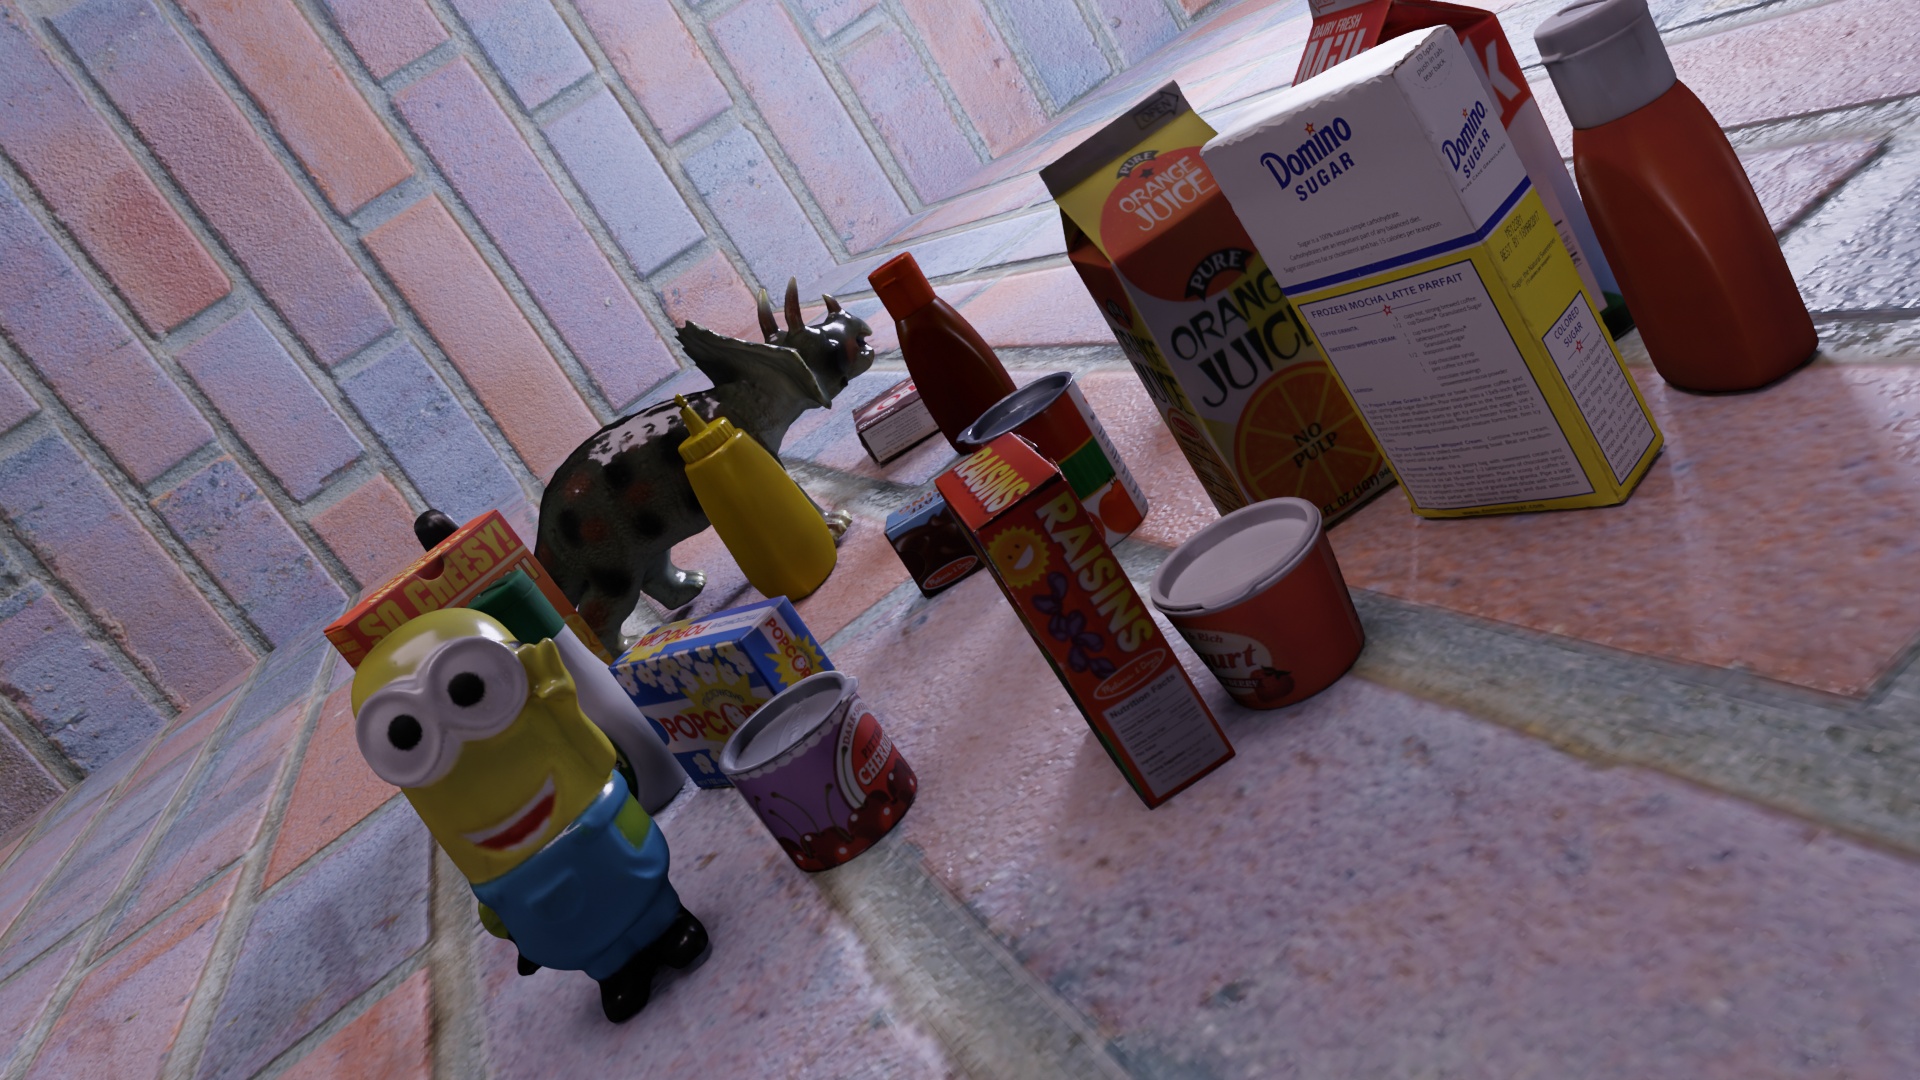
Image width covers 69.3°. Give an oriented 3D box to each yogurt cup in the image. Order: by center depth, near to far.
[{"bbox_3d":[0.111,0.024,0.509,0.072,0.054,0.072,-30,17,10],"label":"yogurt cup"}]

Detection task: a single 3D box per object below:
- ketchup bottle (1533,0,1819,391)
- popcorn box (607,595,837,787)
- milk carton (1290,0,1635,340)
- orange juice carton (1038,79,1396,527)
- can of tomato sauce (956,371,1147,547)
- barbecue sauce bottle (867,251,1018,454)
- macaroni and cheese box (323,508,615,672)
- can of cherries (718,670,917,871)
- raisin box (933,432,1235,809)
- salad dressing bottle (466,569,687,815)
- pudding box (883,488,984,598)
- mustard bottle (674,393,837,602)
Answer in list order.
[{"bbox_3d":[0.254,-0.126,0.504,0.043,0.148,0.065,-34,17,-2],"label":"ketchup bottle"},{"bbox_3d":[-0.111,0.079,0.700,0.126,0.085,0.038,-14,25,46],"label":"popcorn box"},{"bbox_3d":[0.207,-0.157,0.602,0.073,0.190,0.072,-34,17,-3],"label":"milk carton"},{"bbox_3d":[0.110,-0.095,0.600,0.072,0.192,0.073,-34,17,-1],"label":"orange juice carton"},{"bbox_3d":[0.049,-0.036,0.733,0.071,0.083,0.071,-30,17,10],"label":"can of tomato sauce"},{"bbox_3d":[-0.013,-0.138,1.011,0.064,0.148,0.044,-26,18,22],"label":"barbecue sauce bottle"},{"bbox_3d":[-0.291,0.082,0.872,0.040,0.166,0.124,-16,24,45],"label":"macaroni and cheese box"},{"bbox_3d":[-0.059,0.099,0.600,0.071,0.058,0.072,-30,17,10],"label":"can of cherries"},{"bbox_3d":[0.043,0.026,0.508,0.040,0.123,0.086,-33,17,0],"label":"raisin box"},{"bbox_3d":[-0.208,0.084,0.752,0.064,0.147,0.044,-17,23,43],"label":"salad dressing bottle"},{"bbox_3d":[0.003,-0.010,0.802,0.083,0.049,0.030,-30,17,9],"label":"pudding box"},{"bbox_3d":[-0.147,-0.034,0.944,0.048,0.160,0.066,-21,21,35],"label":"mustard bottle"}]
